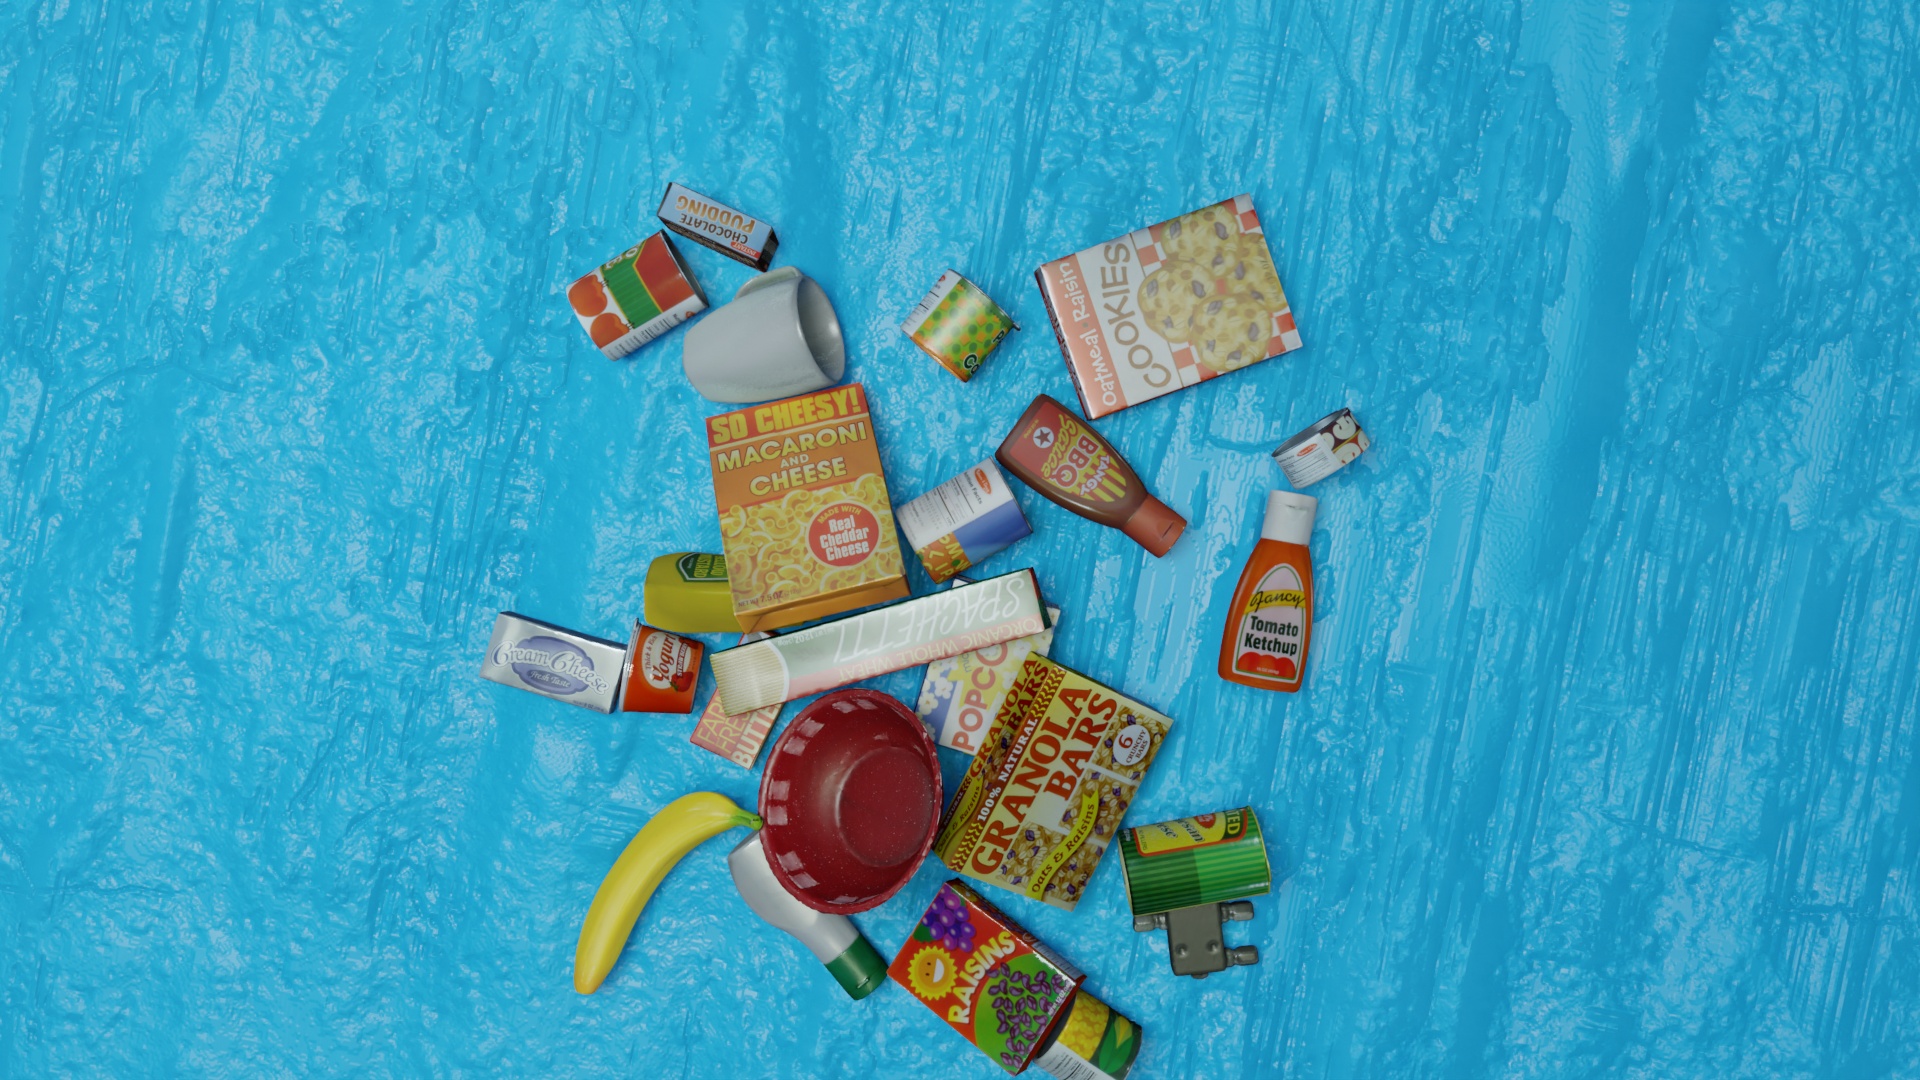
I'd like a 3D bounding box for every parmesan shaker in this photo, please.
[{"bbox_3d":[0.174,0.241,1.040,0.103,0.071,0.071,-10,92,0],"label":"parmesan shaker"}]

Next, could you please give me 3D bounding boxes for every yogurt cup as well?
[{"bbox_3d":[-0.223,0.099,1.042,0.054,0.072,0.072,11,92,-8],"label":"yogurt cup"}]

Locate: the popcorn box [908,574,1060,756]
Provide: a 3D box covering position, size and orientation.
[{"bbox_3d":[0.018,0.098,1.054,0.085,0.038,0.126,17,91,1],"label":"popcorn box"}]

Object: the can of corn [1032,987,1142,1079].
[{"bbox_3d":[0.096,0.378,1.048,0.058,0.071,0.071,33,91,0],"label":"can of corn"}]

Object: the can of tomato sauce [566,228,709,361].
[{"bbox_3d":[-0.241,-0.183,1.034,0.083,0.071,0.071,-30,91,2],"label":"can of tomato sauce"}]

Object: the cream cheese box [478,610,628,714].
[{"bbox_3d":[-0.309,0.093,1.061,0.104,0.024,0.053,16,90,-1],"label":"cream cheese box"}]

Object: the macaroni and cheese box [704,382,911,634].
[{"bbox_3d":[-0.114,-0.025,1.014,0.124,0.040,0.167,-13,62,-2],"label":"macaroni and cheese box"}]

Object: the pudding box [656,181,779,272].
[{"bbox_3d":[-0.181,-0.234,1.041,0.084,0.049,0.030,25,90,-1],"label":"pudding box"}]

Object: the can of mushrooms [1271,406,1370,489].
[{"bbox_3d":[0.270,-0.070,1.038,0.071,0.071,0.033,-34,91,1],"label":"can of mushrooms"}]

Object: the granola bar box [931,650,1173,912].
[{"bbox_3d":[0.067,0.179,1.030,0.124,0.039,0.165,27,92,-30],"label":"granola bar box"}]

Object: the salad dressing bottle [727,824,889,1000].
[{"bbox_3d":[-0.114,0.282,1.056,0.064,0.044,0.147,-39,92,0],"label":"salad dressing bottle"}]

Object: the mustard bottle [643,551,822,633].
[{"bbox_3d":[-0.153,0.039,1.041,0.160,0.065,0.048,1,117,-4],"label":"mustard bottle"}]

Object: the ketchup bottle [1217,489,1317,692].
[{"bbox_3d":[0.238,0.037,1.050,0.065,0.043,0.148,11,91,0],"label":"ketchup bottle"}]

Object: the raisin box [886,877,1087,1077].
[{"bbox_3d":[0.019,0.324,1.039,0.123,0.040,0.086,33,91,20],"label":"raisin box"}]

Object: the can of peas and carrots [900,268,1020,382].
[{"bbox_3d":[-0.001,-0.158,1.035,0.071,0.071,0.058,40,92,-1],"label":"can of peas and carrots"}]

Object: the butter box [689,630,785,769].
[{"bbox_3d":[-0.160,0.119,1.061,0.053,0.024,0.103,27,91,-1],"label":"butter box"}]

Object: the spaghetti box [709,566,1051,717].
[{"bbox_3d":[-0.060,0.074,1.023,0.250,0.029,0.050,-16,89,5],"label":"spaghetti box"}]

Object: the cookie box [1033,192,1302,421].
[{"bbox_3d":[0.155,-0.174,1.048,0.167,0.040,0.123,-19,91,-1],"label":"cookie box"}]

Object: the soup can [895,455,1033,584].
[{"bbox_3d":[0.004,-0.013,1.040,0.084,0.071,0.071,-29,91,2],"label":"soup can"}]

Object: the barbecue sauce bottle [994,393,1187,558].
[{"bbox_3d":[0.101,-0.044,1.048,0.148,0.043,0.065,37,82,-1],"label":"barbecue sauce bottle"}]
